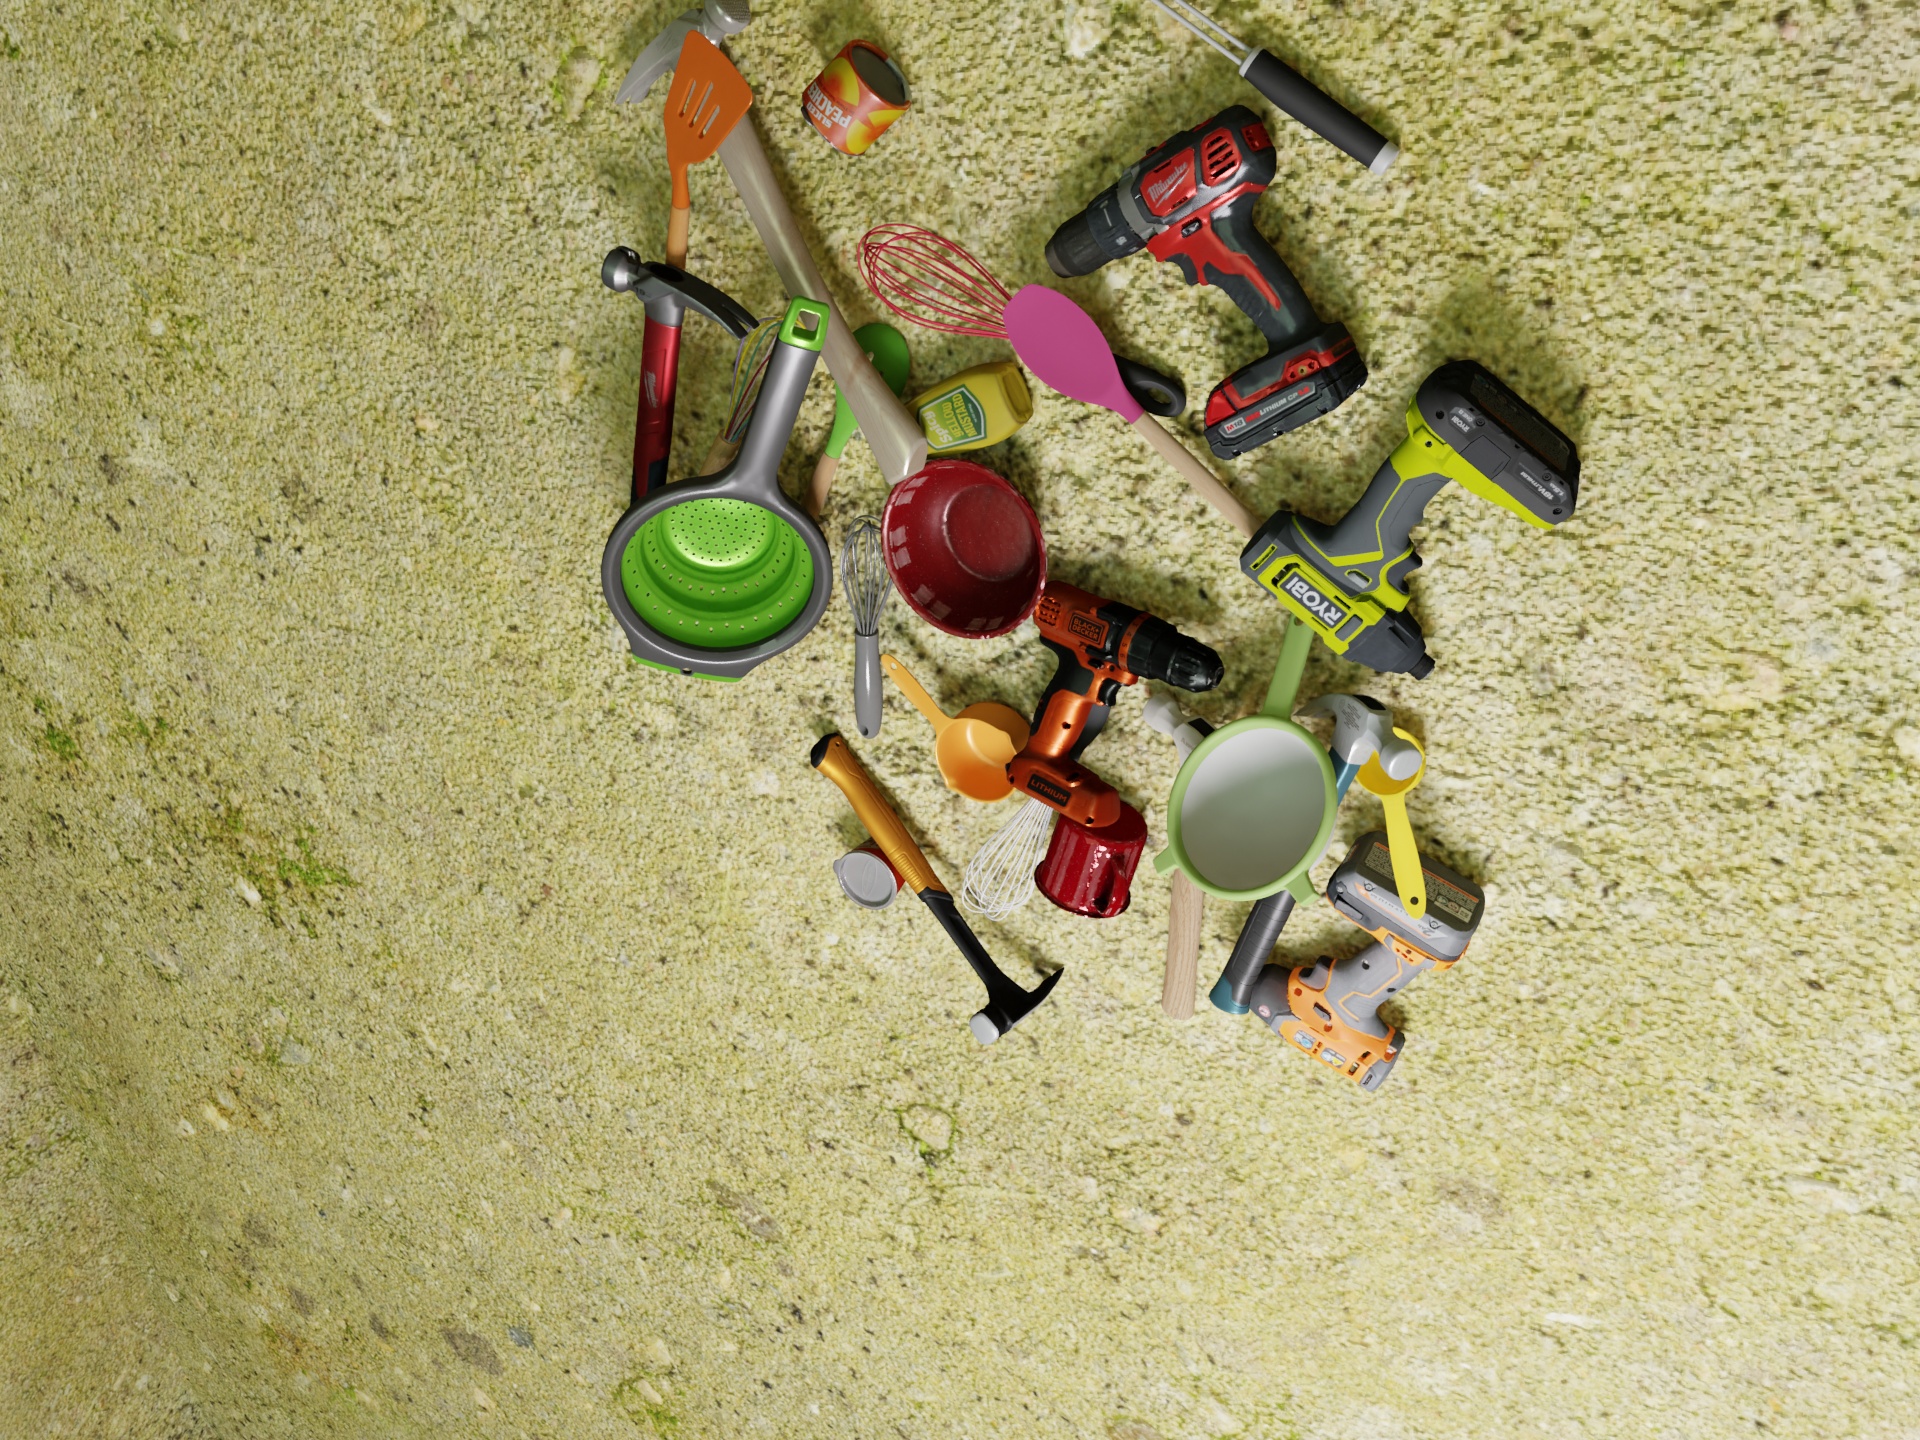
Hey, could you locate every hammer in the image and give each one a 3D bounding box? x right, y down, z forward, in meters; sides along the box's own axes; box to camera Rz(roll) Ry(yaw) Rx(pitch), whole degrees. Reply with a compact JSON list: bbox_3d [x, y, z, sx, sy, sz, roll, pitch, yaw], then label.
[{"bbox_3d":[-0.272,-0.237,1.465,0.143,0.038,0.386,29,136,12],"label":"hammer"},{"bbox_3d":[-0.033,0.150,1.558,0.337,0.127,0.034,53,131,7],"label":"hammer"},{"bbox_3d":[-0.146,-0.381,1.319,0.146,0.038,0.410,-24,95,39],"label":"hammer"},{"bbox_3d":[0.206,0.142,1.420,0.130,0.031,0.331,43,144,45],"label":"hammer"},{"bbox_3d":[0.278,0.120,1.324,0.033,0.128,0.330,4,124,-22],"label":"hammer"}]

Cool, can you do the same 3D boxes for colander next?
[{"bbox_3d":[-0.190,-0.211,1.394,0.204,0.095,0.396,12,129,-19],"label":"colander"}]

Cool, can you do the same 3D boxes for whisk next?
[{"bbox_3d":[-0.084,-0.082,1.480,0.055,0.055,0.238,17,128,21],"label":"whisk"},{"bbox_3d":[0.073,0.079,1.471,0.070,0.070,0.284,33,123,10],"label":"whisk"},{"bbox_3d":[0.047,-0.314,1.267,0.296,0.073,0.073,28,127,6],"label":"whisk"},{"bbox_3d":[-0.198,-0.271,1.443,0.051,0.047,0.245,50,134,12],"label":"whisk"}]

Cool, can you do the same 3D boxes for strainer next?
[{"bbox_3d":[0.258,0.027,1.269,0.151,0.256,0.069,8,165,44],"label":"strainer"}]

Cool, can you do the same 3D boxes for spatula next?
[{"bbox_3d":[-0.227,-0.417,1.326,0.081,0.041,0.322,49,152,13],"label":"spatula"}]

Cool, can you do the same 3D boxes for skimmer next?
[{"bbox_3d":[0.151,-0.494,1.081,0.363,0.090,0.127,38,94,3],"label":"skimmer"}]

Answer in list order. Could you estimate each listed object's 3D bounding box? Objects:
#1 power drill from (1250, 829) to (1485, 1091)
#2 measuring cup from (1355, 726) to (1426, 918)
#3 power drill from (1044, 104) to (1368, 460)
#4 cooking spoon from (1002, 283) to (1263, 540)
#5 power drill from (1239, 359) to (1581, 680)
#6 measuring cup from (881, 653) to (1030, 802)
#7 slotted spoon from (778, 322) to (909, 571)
[{"bbox_3d":[0.334,0.205,1.375,0.164,0.084,0.226,30,131,14],"label":"power drill"},{"bbox_3d":[0.357,0.082,1.285,0.062,0.029,0.156,-13,82,29],"label":"measuring cup"},{"bbox_3d":[0.179,-0.312,1.179,0.188,0.080,0.226,-22,101,37],"label":"power drill"},{"bbox_3d":[0.157,-0.220,1.246,0.318,0.017,0.068,43,131,-9],"label":"cooking spoon"},{"bbox_3d":[0.339,-0.139,1.176,0.171,0.080,0.223,38,130,-3],"label":"power drill"},{"bbox_3d":[-0.002,-0.005,1.470,0.173,0.052,0.095,48,129,1],"label":"measuring cup"},{"bbox_3d":[-0.122,-0.219,1.435,0.070,0.031,0.313,39,130,12],"label":"slotted spoon"}]
